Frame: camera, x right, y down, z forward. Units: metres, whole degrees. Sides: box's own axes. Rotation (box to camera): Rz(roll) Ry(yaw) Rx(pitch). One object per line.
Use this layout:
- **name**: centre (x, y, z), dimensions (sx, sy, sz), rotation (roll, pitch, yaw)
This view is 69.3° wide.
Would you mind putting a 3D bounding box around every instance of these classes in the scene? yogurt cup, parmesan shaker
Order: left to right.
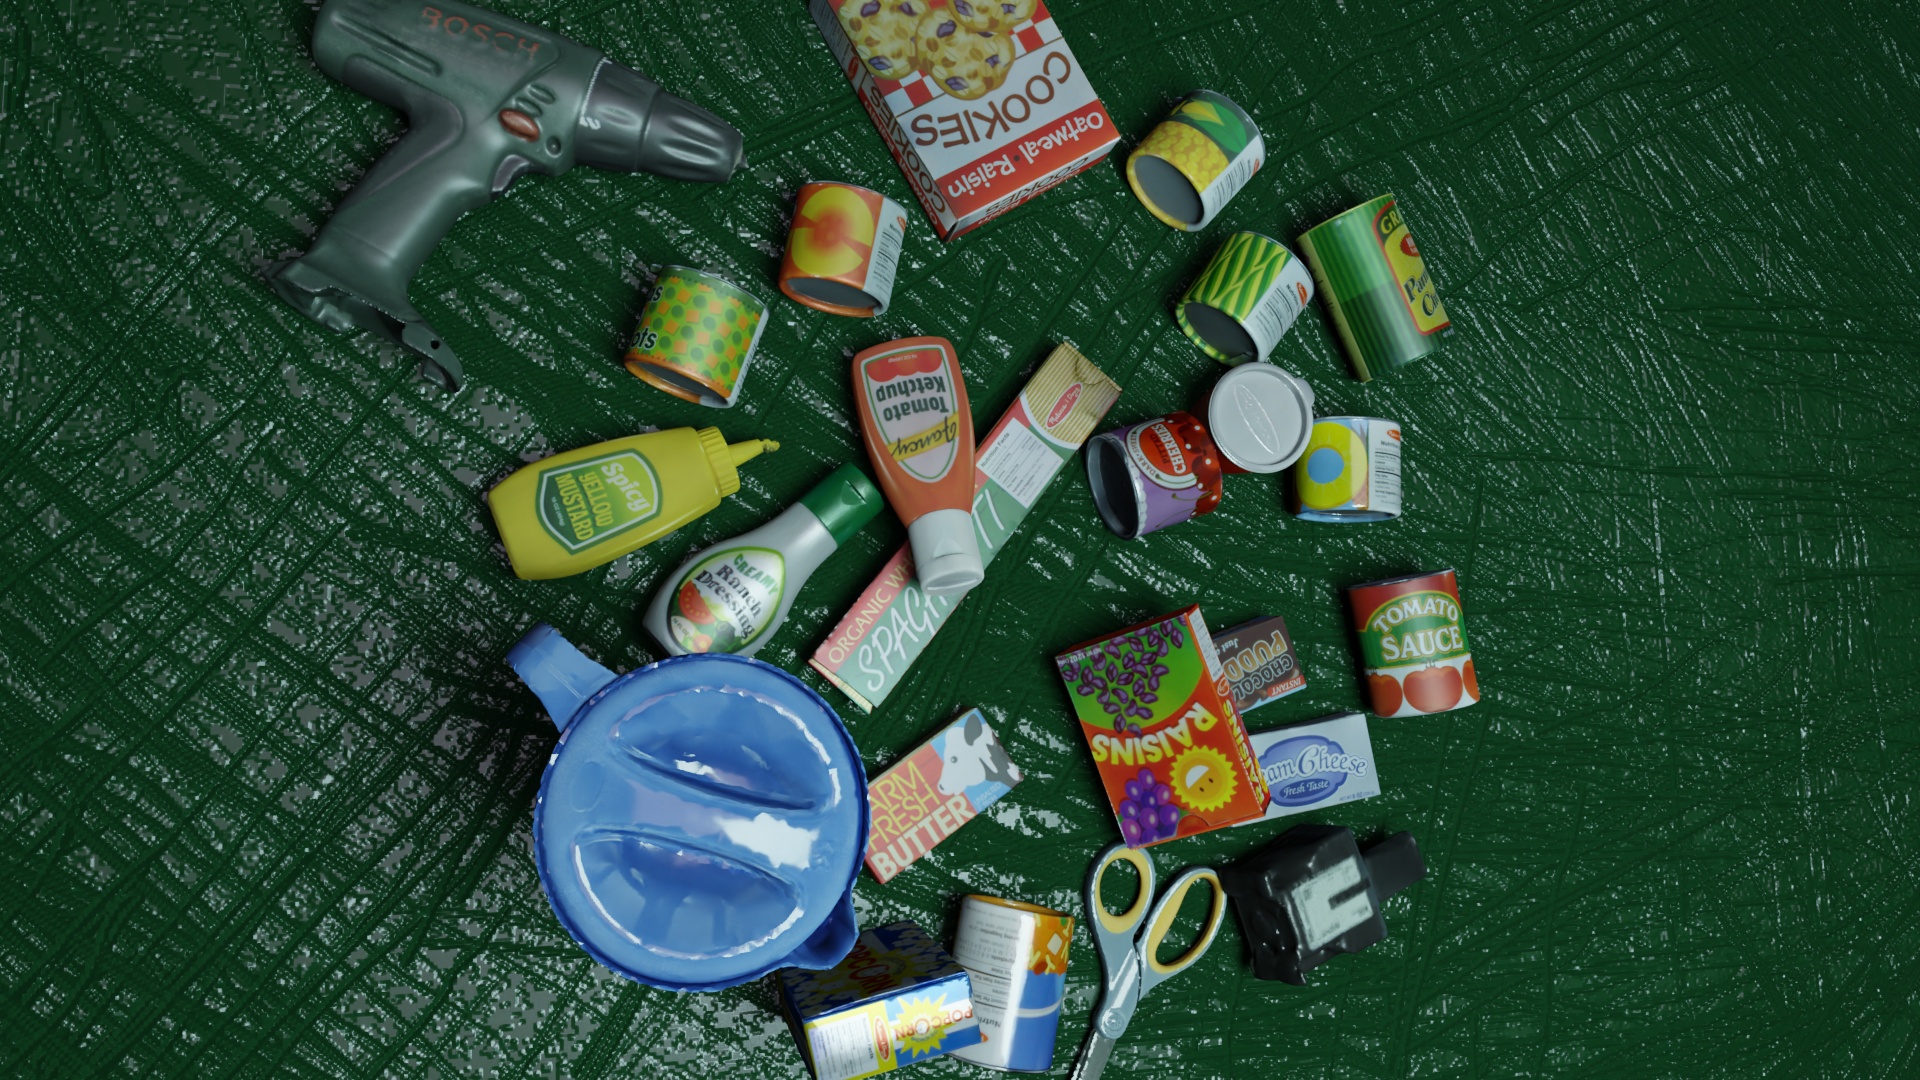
- **yogurt cup**: centre (0.176, -0.072, 0.861), dimensions (0.072, 0.054, 0.072), rotation (2, 83, -14)
- **parmesan shaker**: centre (0.267, -0.161, 0.891), dimensions (0.071, 0.071, 0.103), rotation (-25, 91, -16)

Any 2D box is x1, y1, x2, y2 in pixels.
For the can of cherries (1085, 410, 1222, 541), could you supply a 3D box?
- **can of cherries**: centre (0.116, -0.041, 0.833), dimensions (0.058, 0.071, 0.071), rotation (-18, 88, -16)

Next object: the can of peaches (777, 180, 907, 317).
- **can of peaches**: centre (-0.070, -0.167, 0.804), dimensions (0.071, 0.071, 0.058), rotation (12, 81, -13)

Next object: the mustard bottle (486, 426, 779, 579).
- **mustard bottle**: centre (-0.176, -0.030, 0.768), dimensions (0.161, 0.048, 0.065), rotation (-22, 91, -16)

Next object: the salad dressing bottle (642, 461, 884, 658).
- **salad dressing bottle**: centre (-0.108, 0.014, 0.782), dimensions (0.148, 0.044, 0.064), rotation (-42, 94, -15)

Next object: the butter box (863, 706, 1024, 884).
- **butter box**: centre (-0.020, 0.146, 0.800), dimensions (0.104, 0.024, 0.053), rotation (-35, 92, -16)

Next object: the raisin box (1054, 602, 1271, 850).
- **raisin box**: centre (0.119, 0.109, 0.811), dimensions (0.086, 0.040, 0.123), rotation (-21, 89, 21)

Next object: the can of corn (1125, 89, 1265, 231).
- **can of corn**: centre (0.144, -0.237, 0.867), dimensions (0.071, 0.071, 0.058), rotation (44, 76, -6)

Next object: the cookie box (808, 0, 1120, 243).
- **cookie box**: centre (0.003, -0.285, 0.849), dimensions (0.123, 0.040, 0.167), rotation (-31, 91, -16)

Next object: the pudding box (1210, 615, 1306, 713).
- **pudding box**: centre (0.164, 0.082, 0.852), dimensions (0.084, 0.030, 0.049), rotation (-18, 89, -16)

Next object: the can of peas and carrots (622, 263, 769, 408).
- **can of peas and carrots**: centre (-0.150, -0.114, 0.775), dimensions (0.071, 0.071, 0.059), rotation (21, 80, -11)

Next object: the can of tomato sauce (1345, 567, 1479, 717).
- **can of tomato sauce**: centre (0.282, 0.064, 0.864), dimensions (0.071, 0.071, 0.083), rotation (-10, 87, -15)

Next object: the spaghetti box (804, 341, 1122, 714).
- **spaghetti box**: centre (0.003, -0.010, 0.822), dimensions (0.050, 0.028, 0.251), rotation (40, 76, -7)

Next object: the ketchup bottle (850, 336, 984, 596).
- **ketchup bottle**: centre (-0.020, -0.042, 0.789), dimensions (0.065, 0.043, 0.149), rotation (-11, 67, -5)

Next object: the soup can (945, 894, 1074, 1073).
- **soup can**: centre (0.027, 0.247, 0.780), dimensions (0.071, 0.071, 0.084), rotation (13, 80, -13)

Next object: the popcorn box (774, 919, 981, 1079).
- **popcorn box**: centre (-0.047, 0.240, 0.729), dimensions (0.085, 0.126, 0.038), rotation (-12, 90, -15)

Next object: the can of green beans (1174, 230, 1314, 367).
- **can of green beans**: centre (0.176, -0.149, 0.864), dimensions (0.071, 0.071, 0.058), rotation (40, 77, -7)

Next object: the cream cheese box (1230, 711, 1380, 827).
- **cream cheese box**: centre (0.204, 0.141, 0.859), dimensions (0.104, 0.024, 0.053), rotation (-9, 85, -16)

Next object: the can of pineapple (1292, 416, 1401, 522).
- **can of pineapple**: centre (0.240, -0.043, 0.870), dimensions (0.071, 0.071, 0.058), rotation (3, 83, -14)
